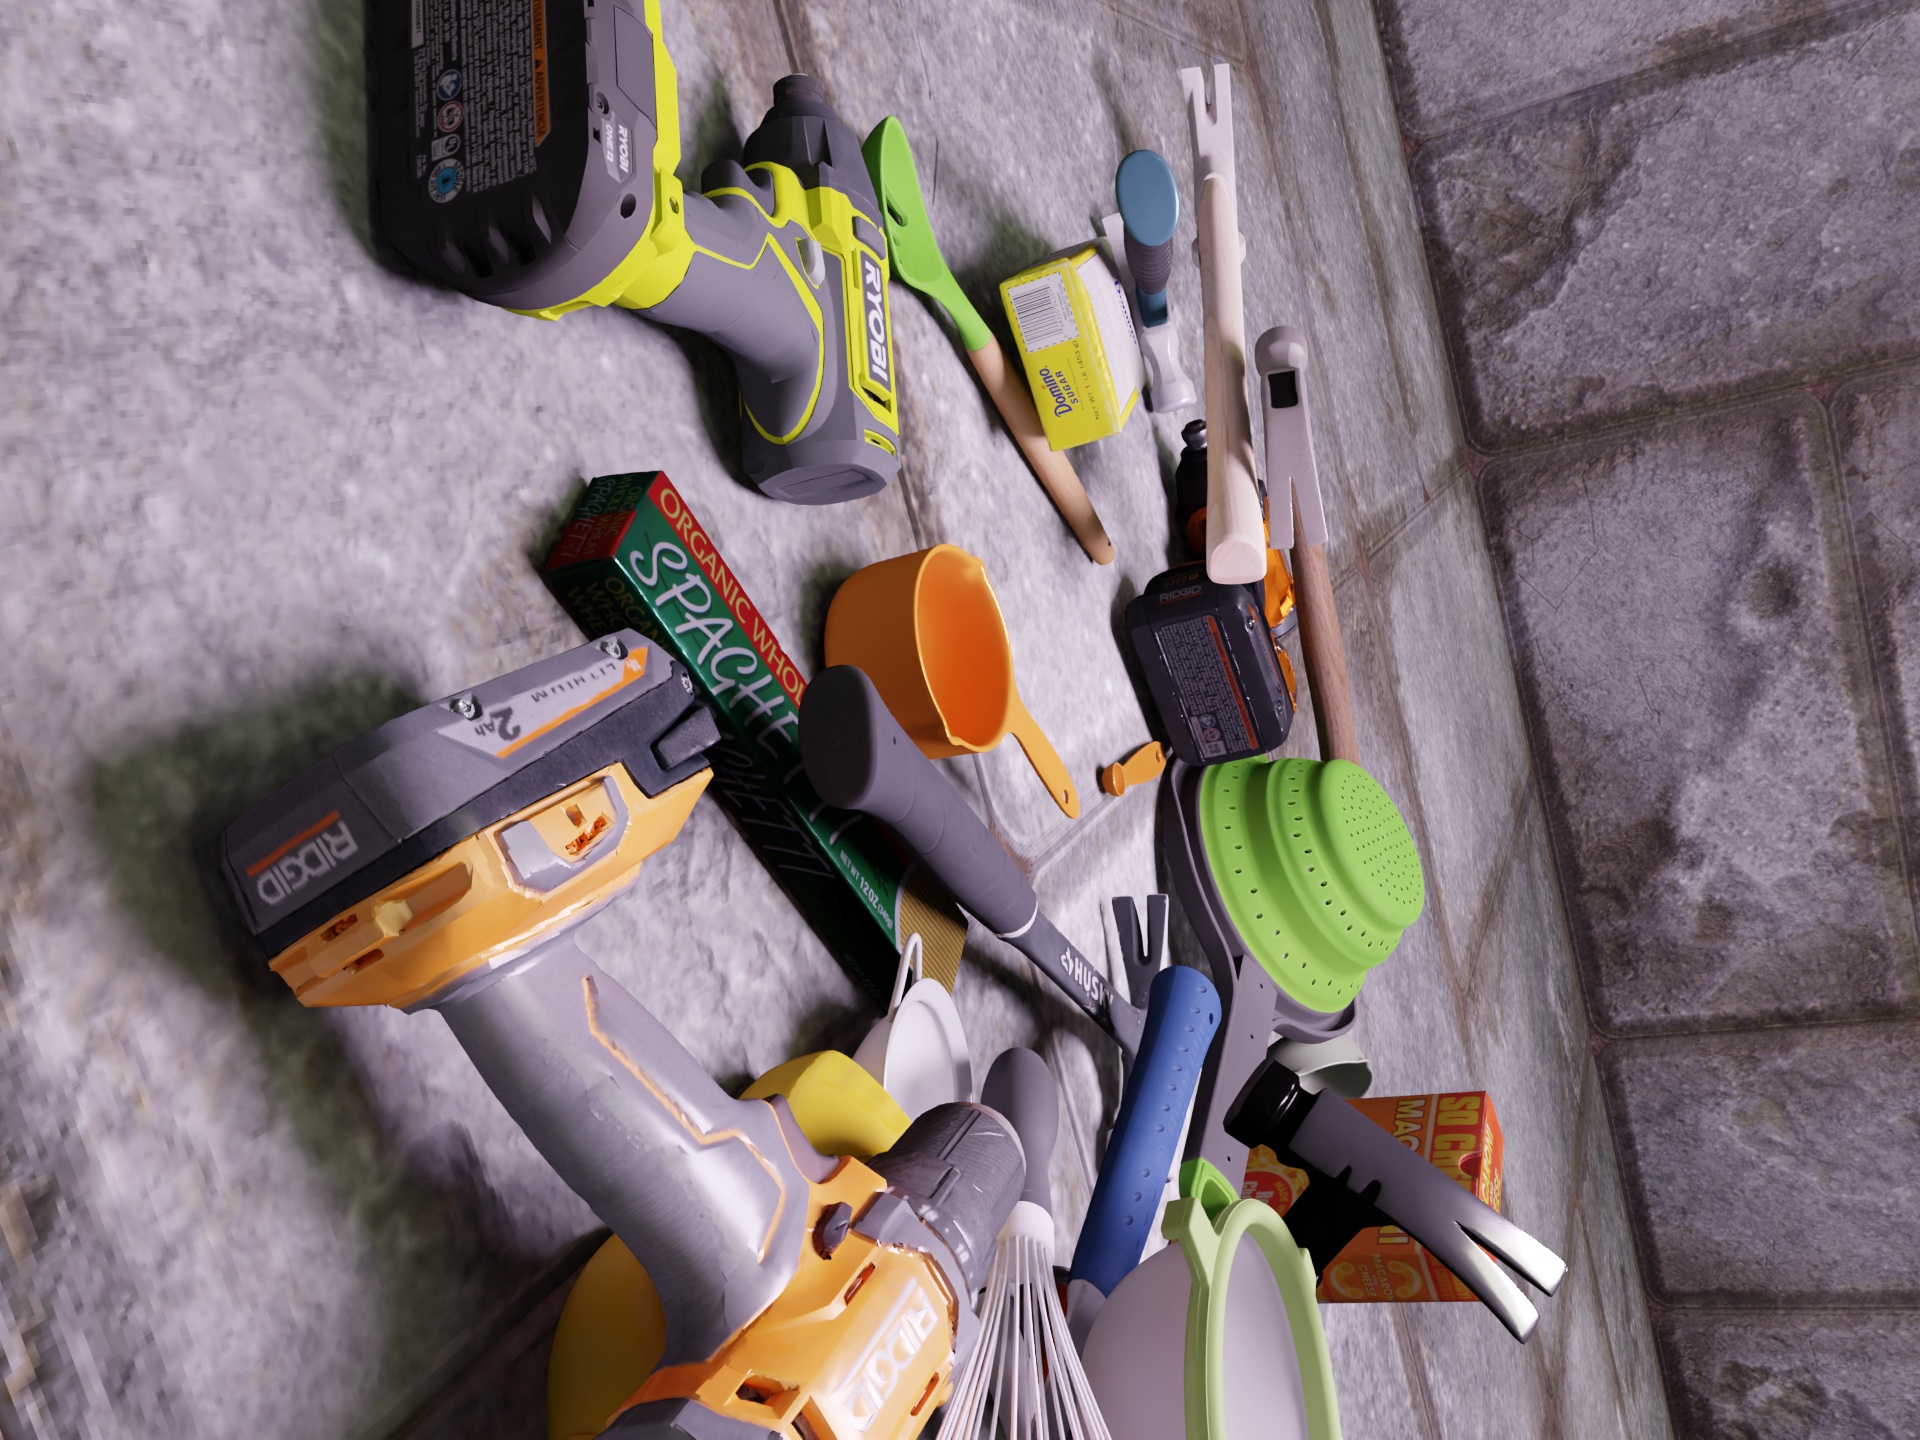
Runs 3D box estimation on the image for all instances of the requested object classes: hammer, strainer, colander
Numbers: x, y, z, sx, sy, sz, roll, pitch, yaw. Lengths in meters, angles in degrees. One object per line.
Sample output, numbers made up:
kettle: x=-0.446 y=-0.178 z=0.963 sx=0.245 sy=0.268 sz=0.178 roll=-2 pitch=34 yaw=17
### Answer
hammer: x=0.031 y=0.084 z=0.685 sx=0.408 sy=0.036 sz=0.149 roll=52 pitch=38 yaw=-55
hammer: x=0.144 y=0.254 z=0.702 sx=0.034 sy=0.127 sz=0.336 roll=-47 pitch=161 yaw=-28
strainer: x=0.001 y=0.205 z=0.610 sx=0.087 sy=0.050 sz=0.258 roll=-39 pitch=112 yaw=-66
colander: x=0.201 y=0.135 z=0.930 sx=0.204 sy=0.094 sz=0.397 roll=49 pitch=34 yaw=-16
hammer: x=0.220 y=-0.068 z=0.982 sx=0.130 sy=0.031 sz=0.331 roll=-81 pitch=158 yaw=-44
hammer: x=0.112 y=-0.265 z=0.932 sx=0.331 sy=0.033 sz=0.128 roll=-24 pitch=99 yaw=-82
hammer: x=0.160 y=-0.242 z=0.971 sx=0.146 sy=0.038 sz=0.411 roll=74 pitch=16 yaw=-46
strainer: x=0.078 y=0.289 z=0.513 sx=0.151 sy=0.069 sz=0.257 roll=42 pitch=43 yaw=-54
hammer: x=0.047 y=0.232 z=0.596 sx=0.144 sy=0.035 sz=0.406 roll=67 pitch=28 yaw=-20

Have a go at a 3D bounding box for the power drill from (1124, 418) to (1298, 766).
power drill: x=0.168 y=-0.091 z=1.038 sx=0.227 sy=0.084 sz=0.164 roll=-66 pitch=137 yaw=-56

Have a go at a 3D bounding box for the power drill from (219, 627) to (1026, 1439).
power drill: x=-0.067 y=0.092 z=0.431 sx=0.226 sy=0.084 sz=0.185 roll=60 pitch=28 yaw=-2

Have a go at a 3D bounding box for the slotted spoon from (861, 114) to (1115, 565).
slotted spoon: x=0.019 y=-0.179 z=0.830 sx=0.313 sy=0.031 sz=0.070 roll=51 pitch=37 yaw=-47

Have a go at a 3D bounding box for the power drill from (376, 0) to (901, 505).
power drill: x=-0.093 y=-0.185 z=0.554 sx=0.223 sy=0.080 sz=0.171 roll=18 pitch=65 yaw=-65

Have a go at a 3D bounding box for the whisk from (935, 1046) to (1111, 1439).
whisk: x=0.020 y=0.186 z=0.502 sx=0.285 sy=0.070 sz=0.070 roll=-85 pitch=156 yaw=-68

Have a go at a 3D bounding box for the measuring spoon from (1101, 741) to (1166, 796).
measuring spoon: x=0.103 y=0.028 z=0.941 sx=0.117 sy=0.011 sz=0.021 roll=-19 pitch=98 yaw=-67

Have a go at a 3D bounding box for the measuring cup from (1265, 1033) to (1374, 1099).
measuring cup: x=0.194 y=0.214 z=1.007 sx=0.167 sy=0.083 sz=0.038 roll=27 pitch=27 yaw=-37

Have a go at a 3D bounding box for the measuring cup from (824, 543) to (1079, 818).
measuring cup: x=-0.001 y=-0.002 z=0.694 sx=0.173 sy=0.052 sz=0.095 roll=53 pitch=36 yaw=-45
